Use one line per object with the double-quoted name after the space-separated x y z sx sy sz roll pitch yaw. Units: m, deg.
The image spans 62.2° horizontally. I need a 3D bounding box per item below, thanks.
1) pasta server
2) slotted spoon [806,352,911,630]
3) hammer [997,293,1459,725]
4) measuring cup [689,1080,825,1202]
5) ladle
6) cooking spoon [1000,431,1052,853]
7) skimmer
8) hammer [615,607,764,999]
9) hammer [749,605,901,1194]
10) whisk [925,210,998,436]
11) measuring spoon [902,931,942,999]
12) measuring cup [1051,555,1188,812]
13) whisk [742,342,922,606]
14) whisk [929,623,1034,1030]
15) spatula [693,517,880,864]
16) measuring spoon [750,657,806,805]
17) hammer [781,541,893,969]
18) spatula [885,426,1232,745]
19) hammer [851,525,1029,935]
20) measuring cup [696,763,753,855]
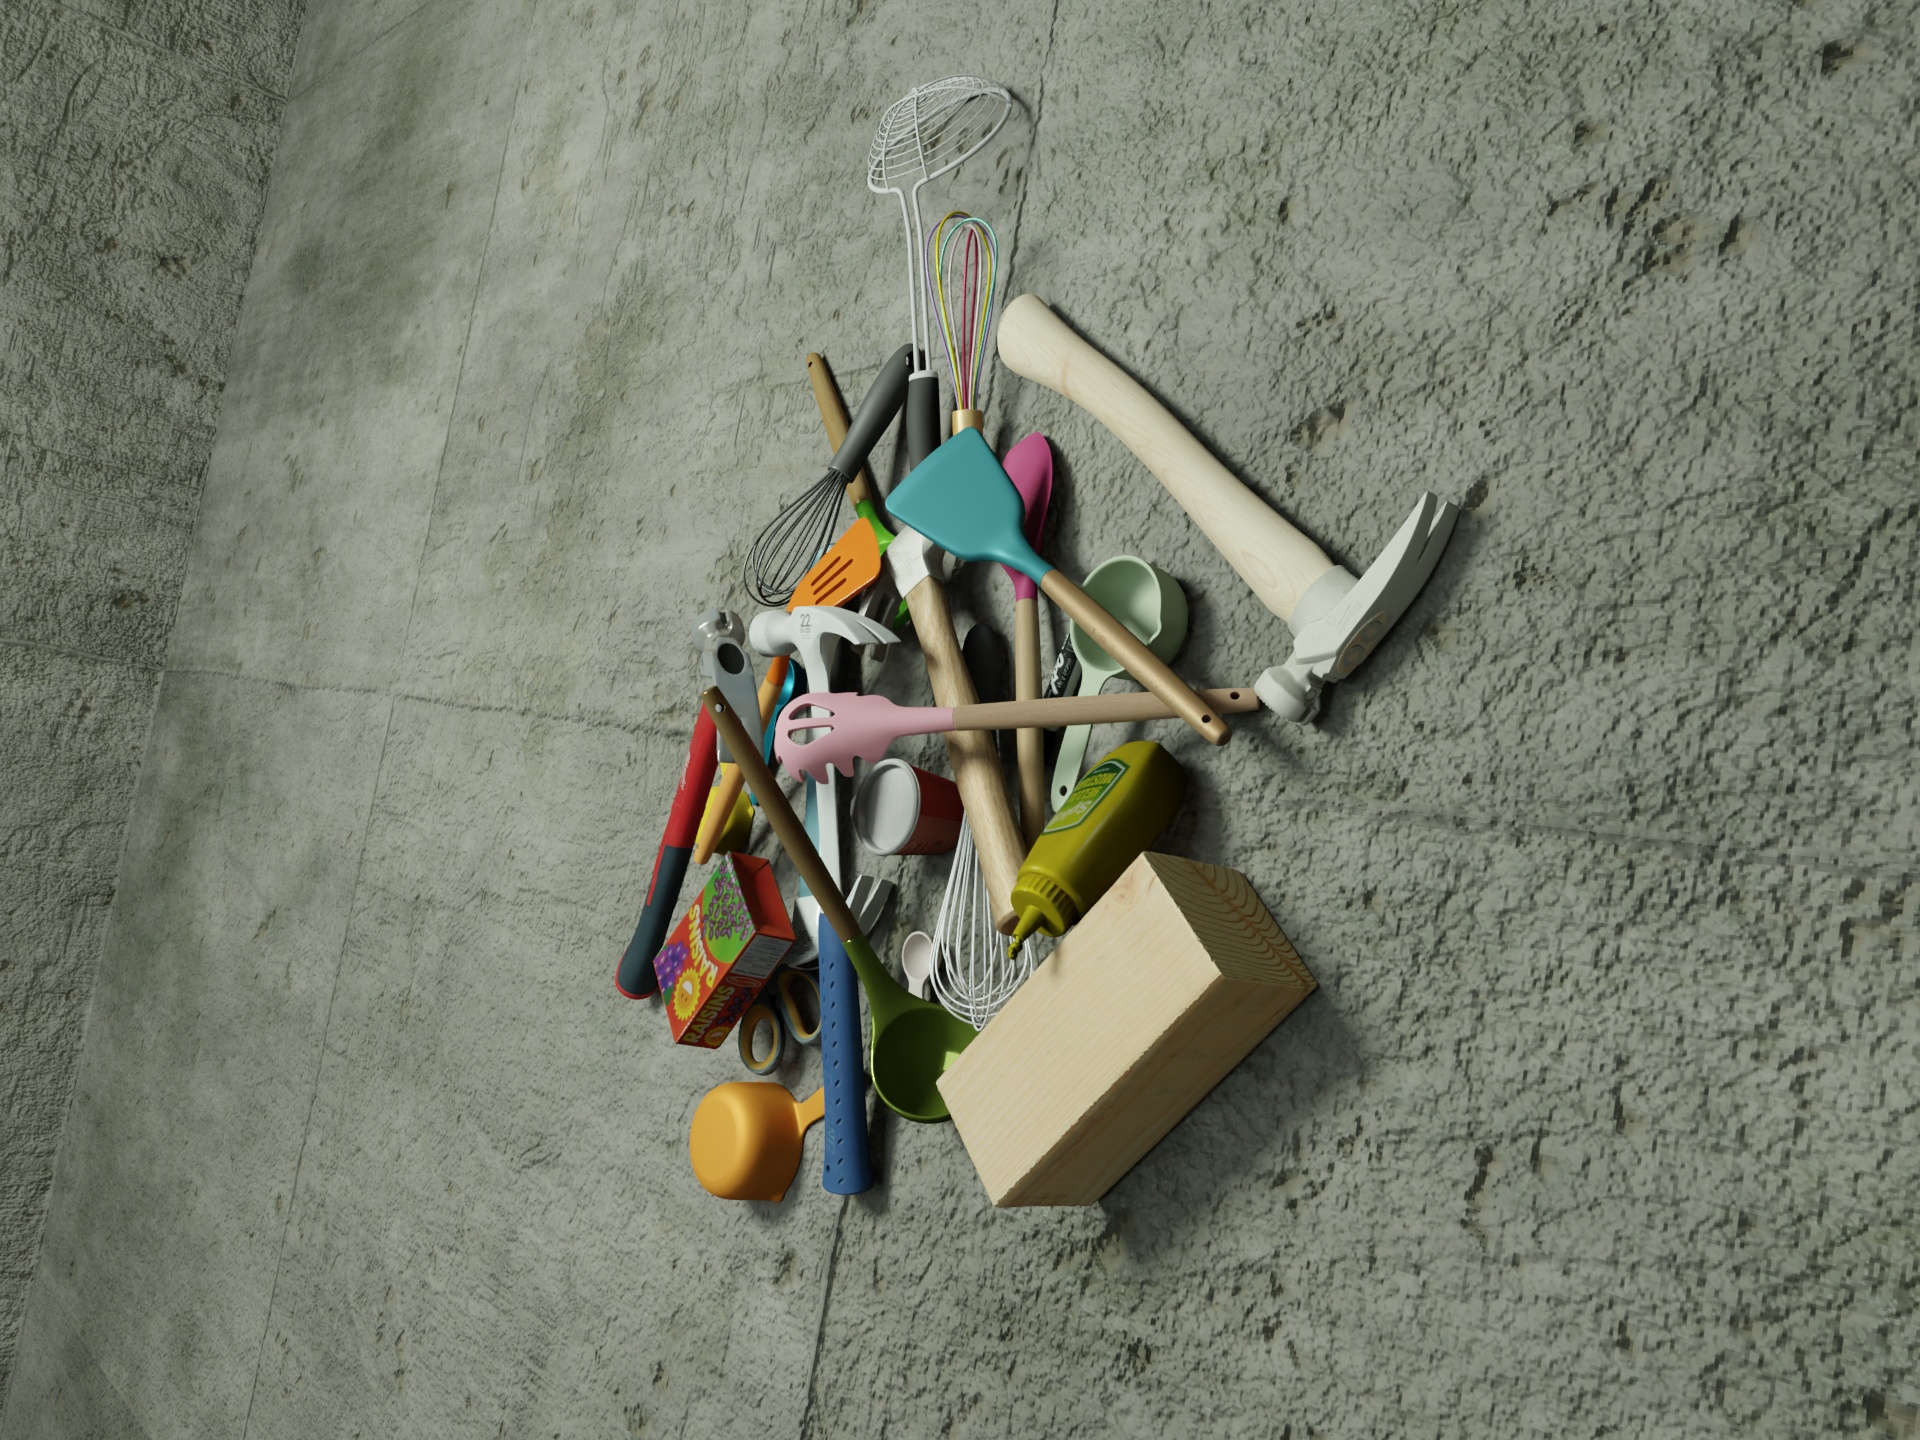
0.026 -0.001 0.981 0.316 0.040 0.060 -4 71 16 "pasta server"
-0.081 -0.188 1.258 0.070 0.031 0.314 -43 49 29 "slotted spoon"
0.138 -0.176 0.999 0.146 0.038 0.411 -55 45 21 "hammer"
-0.139 0.293 1.168 0.173 0.052 0.095 -41 52 36 "measuring cup"
-0.080 0.118 1.026 0.320 0.078 0.062 61 163 -7 "ladle"
0.045 -0.055 1.061 0.069 0.017 0.319 -29 51 45 "cooking spoon"
-0.012 -0.317 1.213 0.127 0.090 0.363 -5 86 36 "skimmer"
-0.215 0.103 1.223 0.143 0.038 0.386 -107 30 -42 "hammer"
-0.086 0.122 1.098 0.144 0.035 0.405 -3 91 52 "hammer"
0.008 -0.244 1.143 0.051 0.047 0.245 -2 90 19 "whisk"
-0.026 0.208 1.098 0.034 0.018 0.124 -1 86 48 "measuring spoon"
0.096 -0.020 1.004 0.083 0.038 0.167 24 100 49 "measuring cup"
-0.094 -0.192 1.221 0.055 0.055 0.239 17 74 49 "whisk"
0.014 0.065 1.062 0.070 0.070 0.285 -23 58 43 "whisk"
-0.141 -0.010 1.217 0.081 0.041 0.322 -108 38 -51 "spatula"
-0.147 0.010 1.290 0.042 0.021 0.128 33 114 50 "measuring spoon"
-0.105 0.022 1.214 0.128 0.033 0.331 -13 68 39 "hammer"
0.064 -0.080 0.991 0.082 0.044 0.318 -42 48 -1 "spatula"
-0.002 -0.003 1.047 0.130 0.031 0.332 -41 46 29 "hammer"
-0.206 0.036 1.332 0.062 0.029 0.157 -26 63 42 "measuring cup"
